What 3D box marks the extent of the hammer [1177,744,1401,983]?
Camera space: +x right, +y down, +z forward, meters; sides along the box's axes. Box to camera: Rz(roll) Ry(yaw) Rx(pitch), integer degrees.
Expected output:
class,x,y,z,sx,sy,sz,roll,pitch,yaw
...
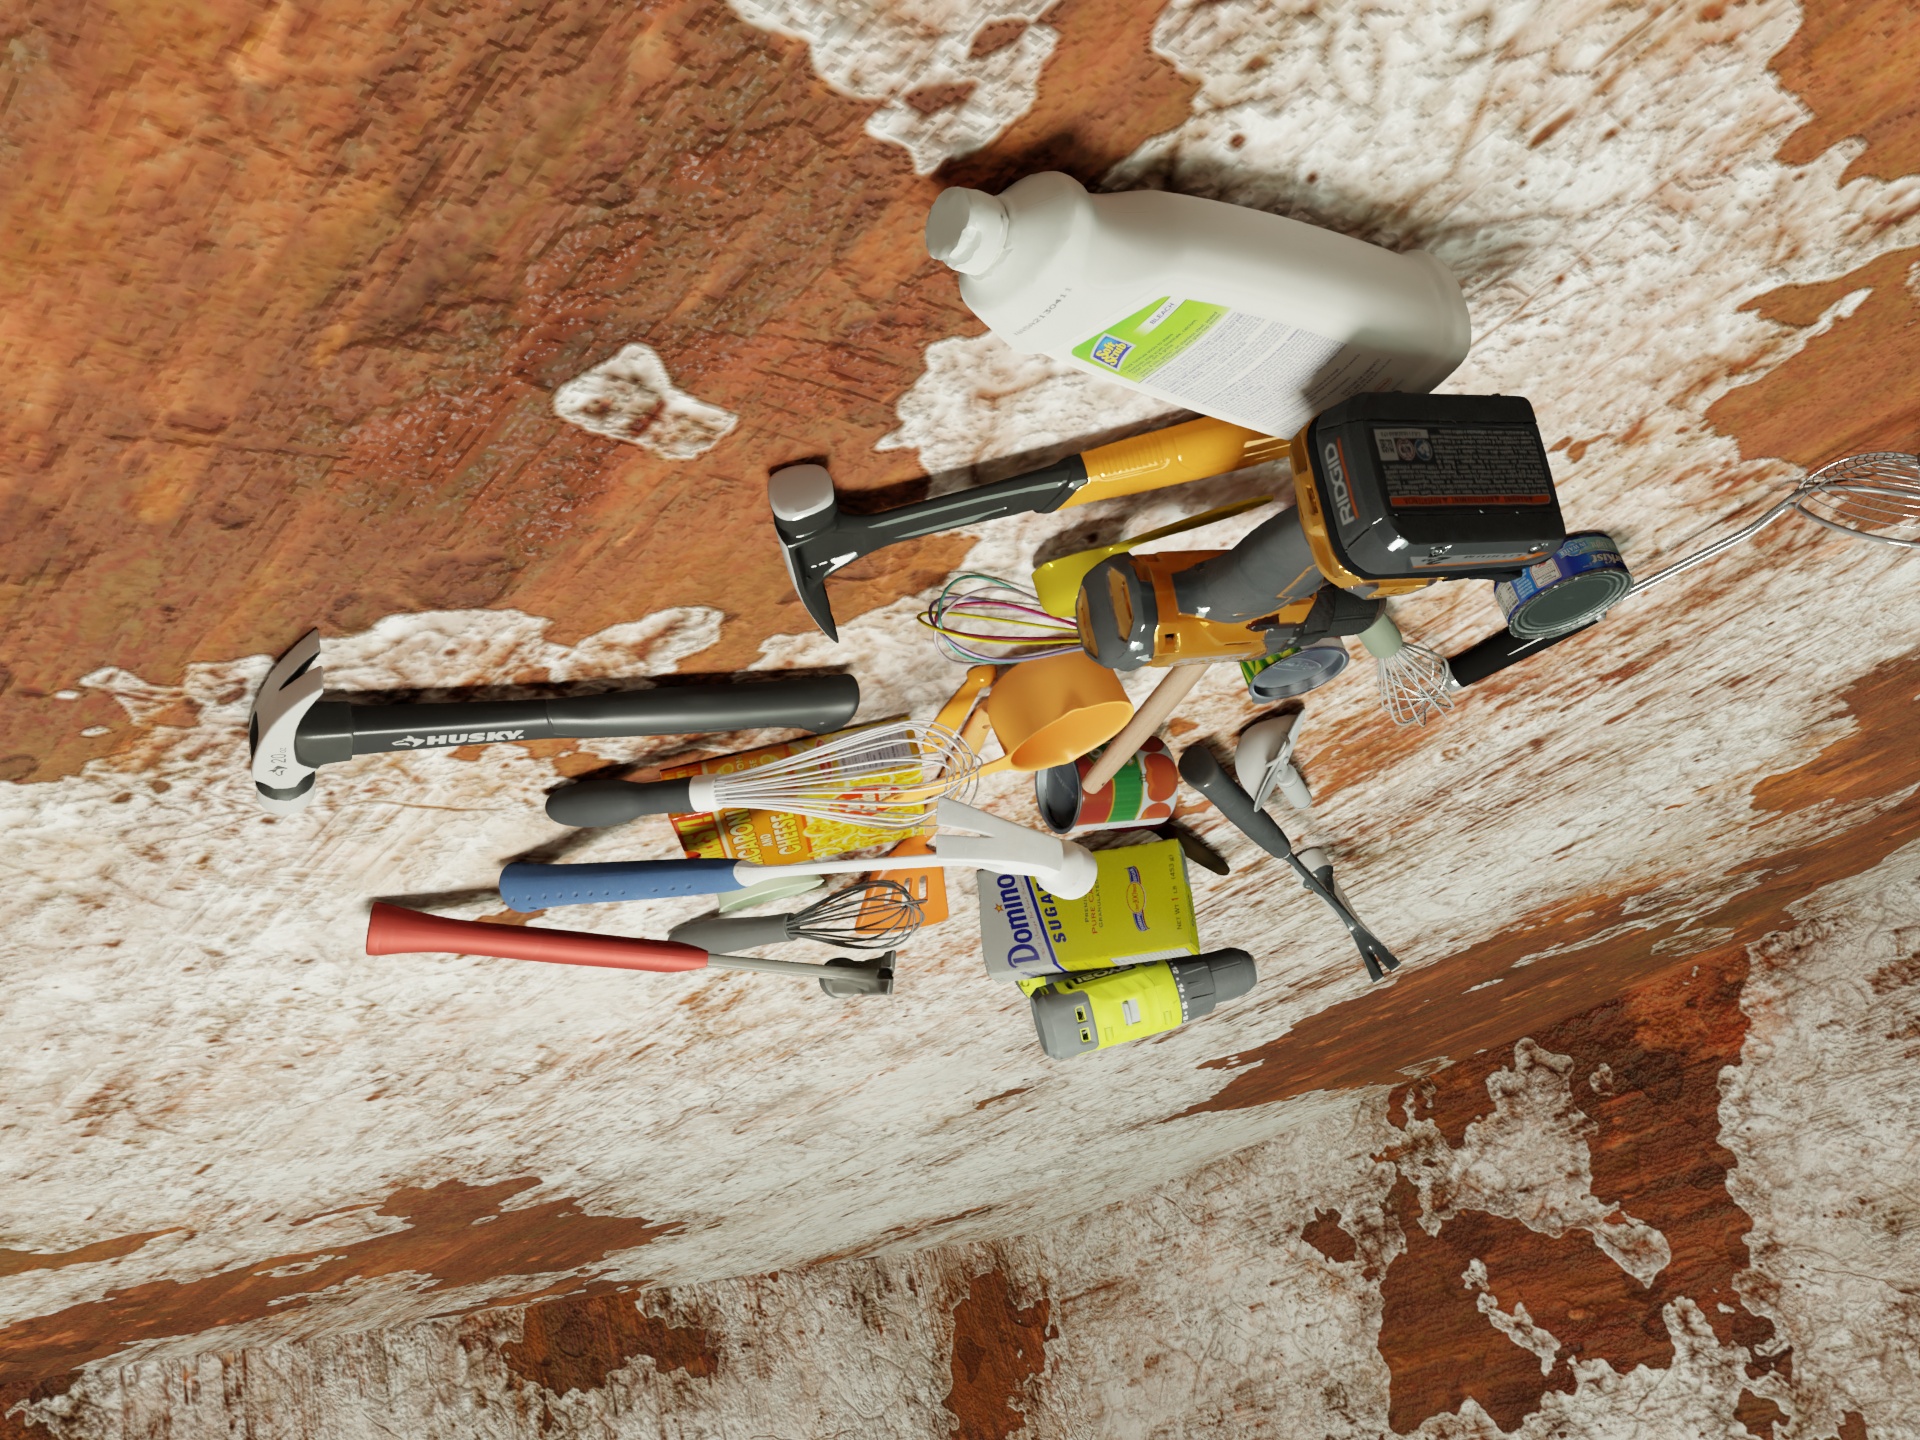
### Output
class,x,y,z,sx,sy,sz,roll,pitch,yaw
hammer,0.275,0.114,1.350,0.036,0.149,0.408,-38,144,10

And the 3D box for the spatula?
class,x,y,z,sx,sy,sz,roll,pitch,yaw
spatula,-0.016,0.077,1.175,0.081,0.041,0.322,-6,153,-19

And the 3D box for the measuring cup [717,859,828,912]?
class,x,y,z,sx,sy,sz,roll,pitch,yaw
measuring cup,-0.133,0.115,1.204,0.083,0.038,0.167,-18,172,10

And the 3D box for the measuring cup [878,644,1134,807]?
class,x,y,z,sx,sy,sz,roll,pitch,yaw
measuring cup,0.021,0.004,1.010,0.173,0.052,0.095,-20,160,-5

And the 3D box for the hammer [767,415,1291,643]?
class,x,y,z,sx,sy,sz,roll,pitch,yaw
hammer,0.074,-0.122,0.817,0.337,0.034,0.127,-15,155,-3

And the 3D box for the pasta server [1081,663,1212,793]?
class,x,y,z,sx,sy,sz,roll,pitch,yaw
pasta server,0.163,-0.047,0.973,0.060,0.040,0.316,-13,150,-43

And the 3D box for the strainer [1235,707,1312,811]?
class,x,y,z,sx,sy,sz,roll,pitch,yaw
strainer,0.255,0.042,1.265,0.087,0.050,0.258,-62,157,-4

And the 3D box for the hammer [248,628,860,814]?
class,x,y,z,sx,sy,sz,roll,pitch,yaw
hammer,-0.216,-0.004,0.891,0.334,0.035,0.146,-4,154,-25

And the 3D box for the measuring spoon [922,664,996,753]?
class,x,y,z,sx,sy,sz,roll,pitch,yaw
measuring spoon,-0.002,-0.003,1.048,0.021,0.011,0.117,-4,153,-24

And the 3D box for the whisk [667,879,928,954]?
class,x,y,z,sx,sy,sz,roll,pitch,yaw
whisk,-0.131,0.159,1.238,0.239,0.055,0.055,-11,160,27

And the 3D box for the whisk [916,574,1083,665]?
class,x,y,z,sx,sy,sz,roll,pitch,yaw
whisk,0.072,-0.054,0.962,0.244,0.051,0.047,1,171,-41

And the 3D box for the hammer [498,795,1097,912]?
class,x,y,z,sx,sy,sz,roll,pitch,yaw
hammer,-0.128,0.092,0.990,0.405,0.035,0.144,-7,162,28

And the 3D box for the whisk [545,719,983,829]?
class,x,y,z,sx,sy,sz,roll,pitch,yaw
whisk,-0.125,0.042,0.974,0.284,0.070,0.070,-6,158,13

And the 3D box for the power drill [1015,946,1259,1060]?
class,x,y,z,sx,sy,sz,roll,pitch,yaw
power drill,0.143,0.224,1.406,0.190,0.080,0.228,-14,-173,-8

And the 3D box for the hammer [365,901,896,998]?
class,x,y,z,sx,sy,sz,roll,pitch,yaw
hammer,-0.228,0.164,1.119,0.359,0.037,0.149,8,167,-15

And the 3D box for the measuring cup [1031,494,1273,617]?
class,x,y,z,sx,sy,sz,roll,pitch,yaw
measuring cup,0.106,-0.087,0.866,0.156,0.029,0.062,-17,174,42

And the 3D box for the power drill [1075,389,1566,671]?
class,x,y,z,sx,sy,sz,roll,pitch,yaw
power drill,0.187,-0.081,0.784,0.185,0.084,0.226,-5,168,-29

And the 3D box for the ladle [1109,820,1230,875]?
class,x,y,z,sx,sy,sz,roll,pitch,yaw
ladle,0.184,0.100,1.364,0.069,0.031,0.315,-22,157,18

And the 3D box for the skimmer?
class,x,y,z,sx,sy,sz,roll,pitch,yaw
skimmer,0.513,-0.081,1.100,0.363,0.090,0.127,-30,-173,34

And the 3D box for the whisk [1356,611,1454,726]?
class,x,y,z,sx,sy,sz,roll,pitch,yaw
whisk,0.294,-0.051,1.093,0.059,0.058,0.246,-51,145,3
